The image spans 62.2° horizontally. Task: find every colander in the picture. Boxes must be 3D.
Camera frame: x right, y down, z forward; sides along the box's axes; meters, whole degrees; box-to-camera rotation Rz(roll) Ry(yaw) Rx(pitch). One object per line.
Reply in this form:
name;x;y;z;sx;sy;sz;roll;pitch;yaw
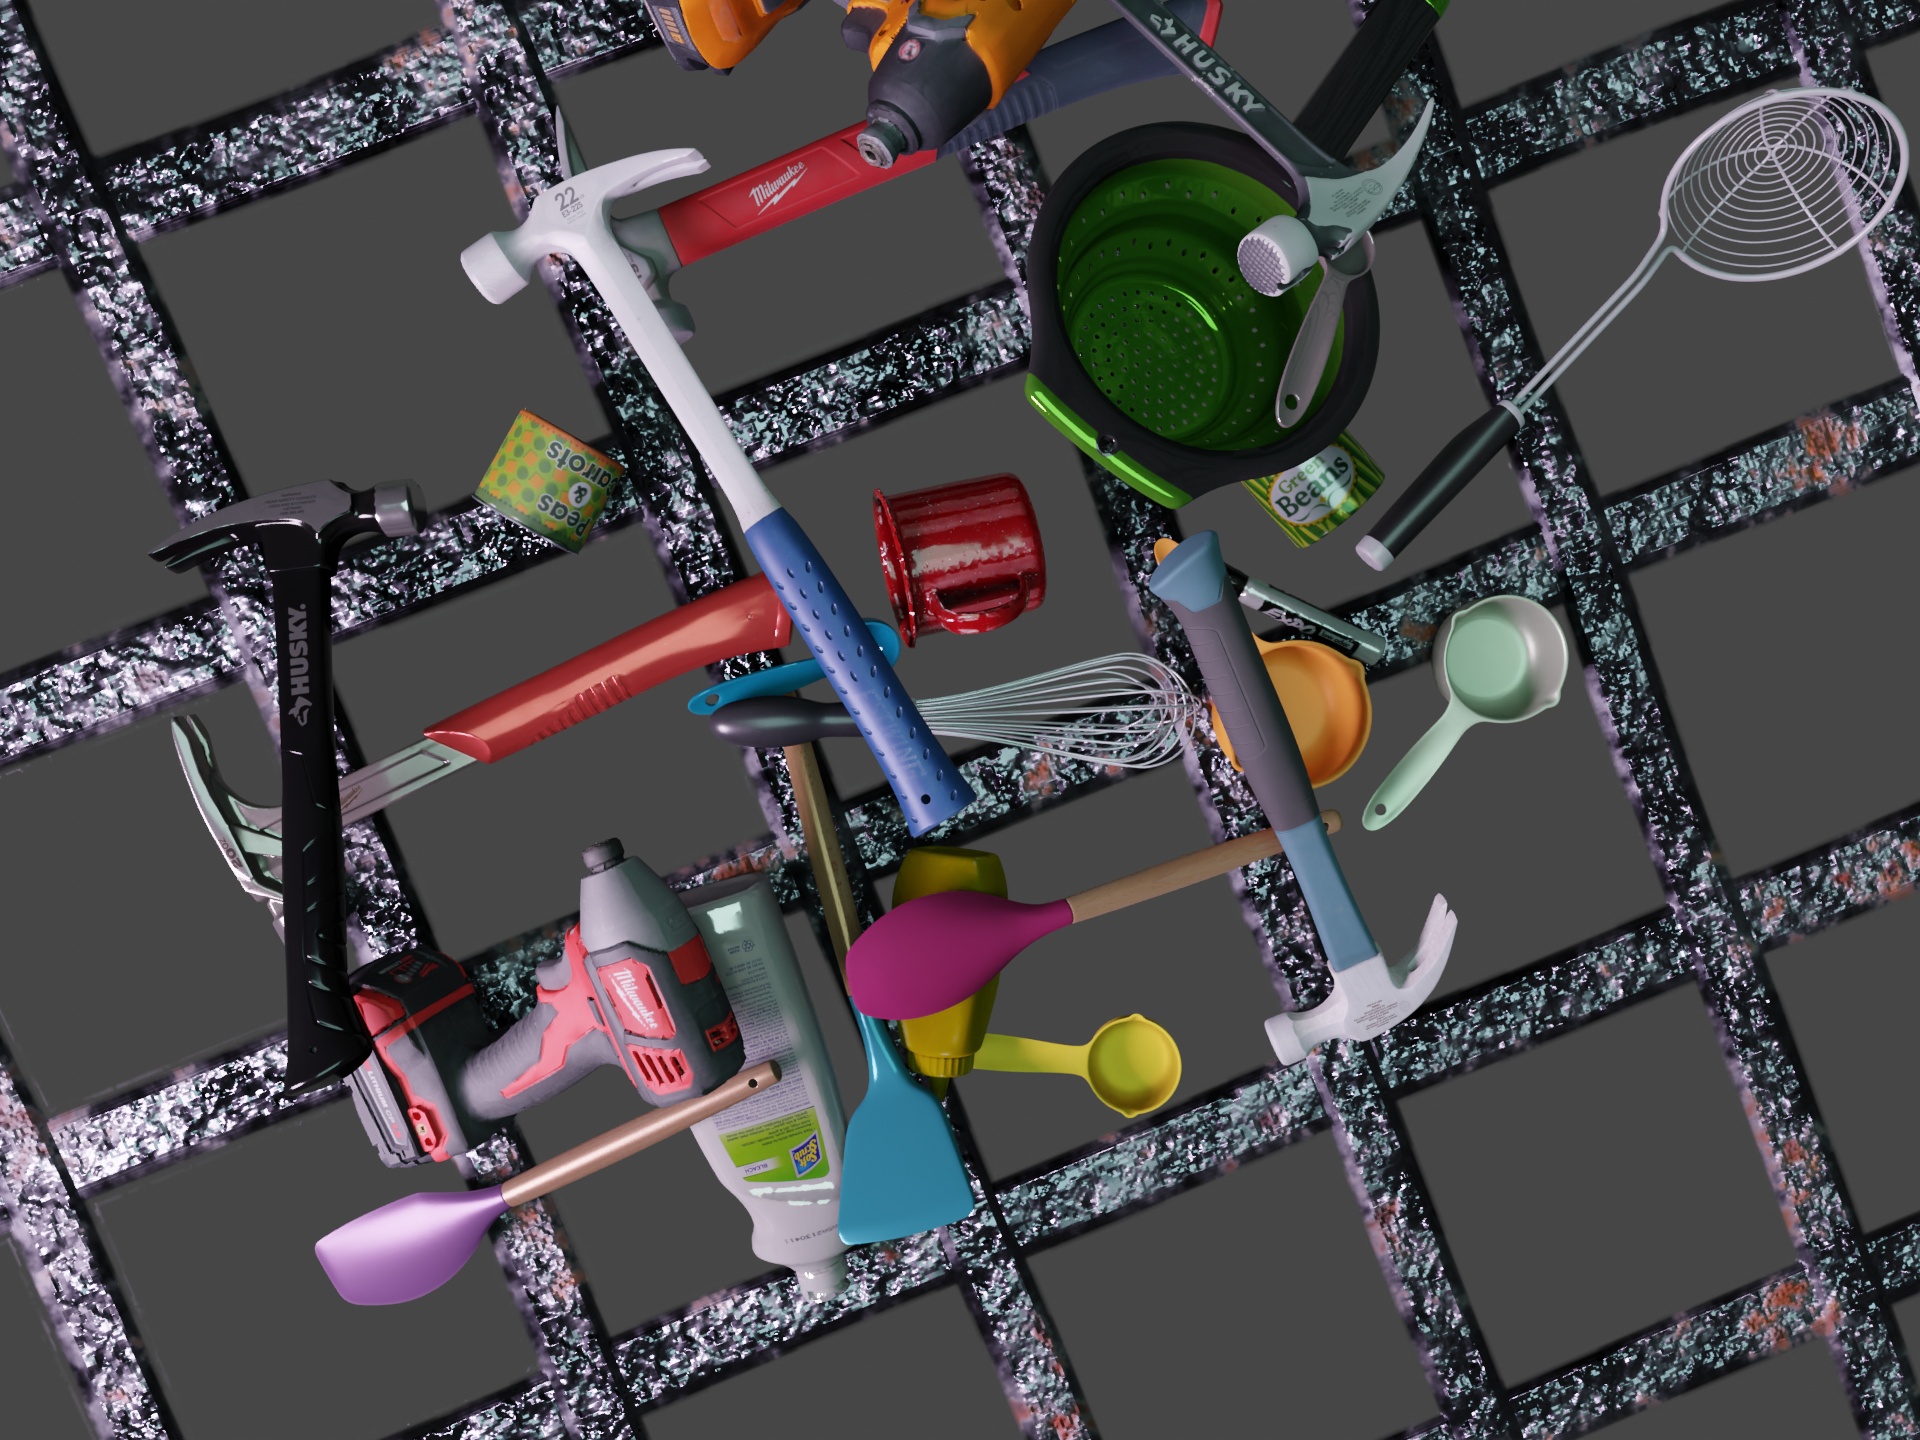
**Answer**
colander;0.166;-0.283;0.916;0.204;0.094;0.397;37;72;-6

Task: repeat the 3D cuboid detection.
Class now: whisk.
whisk;-0.001;-0.003;0.916;0.284;0.070;0.070;-2;94;-5

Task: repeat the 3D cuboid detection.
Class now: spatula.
spatula;-0.237;0.265;0.913;0.316;0.018;0.060;-28;96;13
spatula;-0.065;0.131;0.911;0.082;0.044;0.317;-18;83;15

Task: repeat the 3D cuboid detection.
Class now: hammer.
hammer;-0.359;0.032;0.865;0.146;0.035;0.335;-7;77;-2
hammer;-0.261;-0.009;0.918;0.359;0.037;0.149;-26;95;-2
hammer;0.184;0.046;0.902;0.128;0.033;0.330;-24;111;7
hammer;-0.035;-0.349;0.913;0.386;0.038;0.143;-24;93;-2
hammer;0.084;-0.409;0.867;0.149;0.036;0.409;-38;79;-20
hammer;-0.109;-0.122;0.871;0.144;0.035;0.405;-32;90;7

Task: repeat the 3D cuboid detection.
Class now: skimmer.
skimmer;0.382;-0.214;0.924;0.363;0.090;0.127;-46;127;2

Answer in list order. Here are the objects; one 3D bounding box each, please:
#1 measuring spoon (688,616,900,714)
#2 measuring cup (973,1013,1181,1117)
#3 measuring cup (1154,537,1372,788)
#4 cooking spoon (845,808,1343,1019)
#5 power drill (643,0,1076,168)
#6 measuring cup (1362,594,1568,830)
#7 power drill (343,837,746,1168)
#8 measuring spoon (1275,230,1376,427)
measuring spoon;-0.098;-0.032;0.927;0.128;0.021;0.042;-18;129;-10
measuring cup;0.055;0.202;0.963;0.156;0.029;0.062;4;89;8
measuring cup;0.167;-0.037;0.939;0.095;0.052;0.173;-39;93;-1
cooking spoon;0.085;0.102;0.917;0.319;0.017;0.068;-16;104;-19
power drill;-0.063;-0.371;0.826;0.227;0.084;0.164;27;73;26
measuring cup;0.293;-0.002;0.958;0.083;0.038;0.167;39;92;-5
power drill;-0.233;0.155;0.869;0.219;0.078;0.143;-20;95;21
measuring spoon;0.190;-0.212;0.854;0.034;0.018;0.124;23;81;-15
